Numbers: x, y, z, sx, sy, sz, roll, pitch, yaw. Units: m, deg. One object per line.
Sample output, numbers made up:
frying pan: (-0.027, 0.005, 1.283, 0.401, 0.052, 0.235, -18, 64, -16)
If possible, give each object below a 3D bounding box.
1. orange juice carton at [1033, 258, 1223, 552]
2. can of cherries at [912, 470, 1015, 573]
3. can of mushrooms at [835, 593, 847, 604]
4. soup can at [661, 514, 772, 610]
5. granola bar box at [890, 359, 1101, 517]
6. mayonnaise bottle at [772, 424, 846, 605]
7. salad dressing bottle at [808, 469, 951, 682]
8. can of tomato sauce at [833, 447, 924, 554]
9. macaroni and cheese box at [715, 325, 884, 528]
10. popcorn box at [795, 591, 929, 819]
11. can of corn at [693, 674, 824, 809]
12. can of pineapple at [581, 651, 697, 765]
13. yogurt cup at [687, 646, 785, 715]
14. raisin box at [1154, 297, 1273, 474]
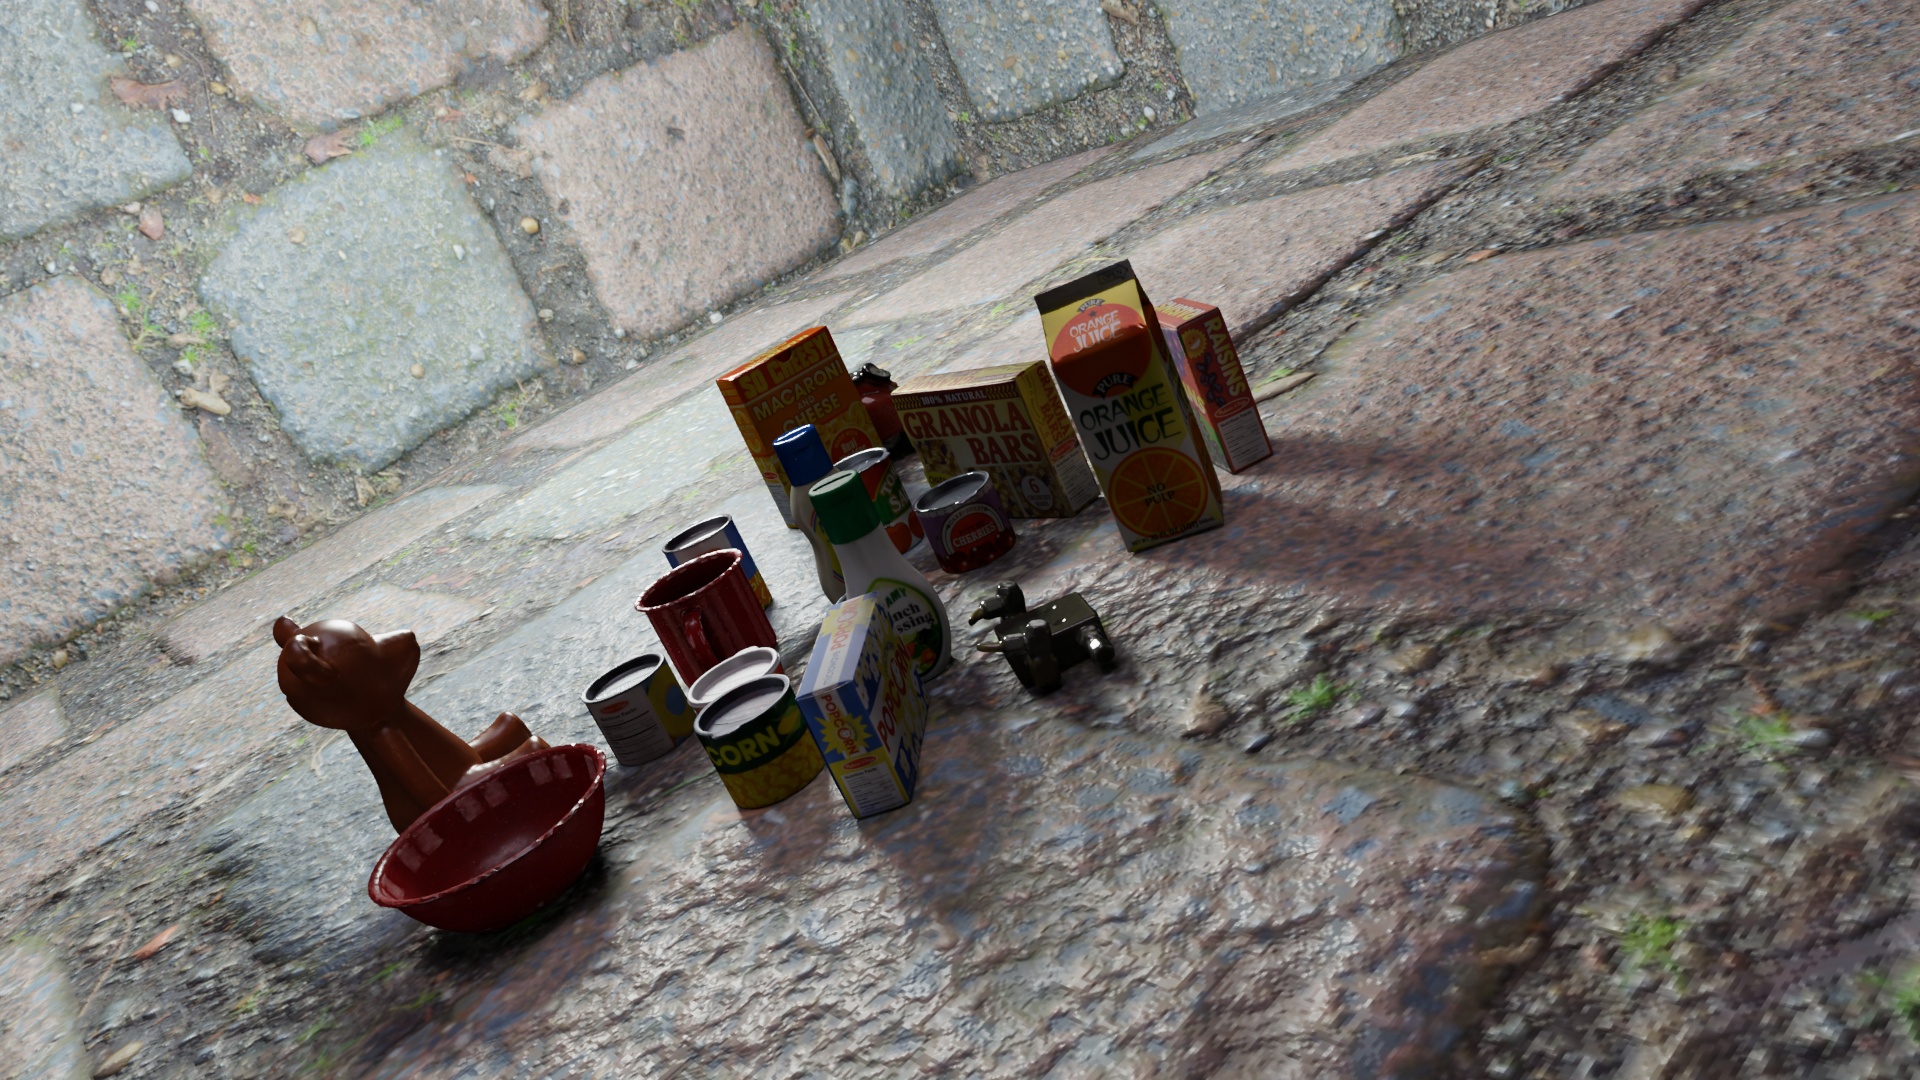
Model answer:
orange juice carton: (0.119, -0.096, 0.972, 0.072, 0.192, 0.073, -19, 19, 17)
can of cherries: (0.004, -0.014, 1.098, 0.071, 0.058, 0.072, -22, 19, 8)
can of mushrooms: (-0.057, 0.052, 1.032, 0.071, 0.033, 0.071, -22, 19, 8)
soup can: (-0.210, 0.028, 1.206, 0.071, 0.083, 0.071, -22, 19, 8)
granola bar box: (0.025, -0.080, 1.148, 0.039, 0.124, 0.165, -37, 22, -33)
mayonnaise bottle: (-0.102, -0.019, 1.100, 0.065, 0.147, 0.041, -28, 19, -11)
salad dressing bottle: (-0.055, 0.025, 0.924, 0.064, 0.147, 0.044, -25, 18, -2)
can of tomato sauce: (-0.075, -0.029, 1.197, 0.071, 0.083, 0.071, -22, 19, 8)
macaroni and cheese box: (-0.153, -0.114, 1.390, 0.124, 0.166, 0.040, -36, 21, -30)
popcorn box: (-0.056, 0.095, 0.834, 0.038, 0.085, 0.127, -21, 19, 11)
can of corn: (-0.126, 0.128, 0.874, 0.071, 0.058, 0.071, -22, 19, 8)
can of pineapple: (-0.234, 0.122, 1.020, 0.071, 0.057, 0.071, -22, 19, 8)
yogurt cup: (-0.143, 0.113, 0.941, 0.072, 0.053, 0.072, -22, 19, 8)
raisin box: (0.186, -0.120, 1.061, 0.040, 0.123, 0.086, -26, 18, -4)
